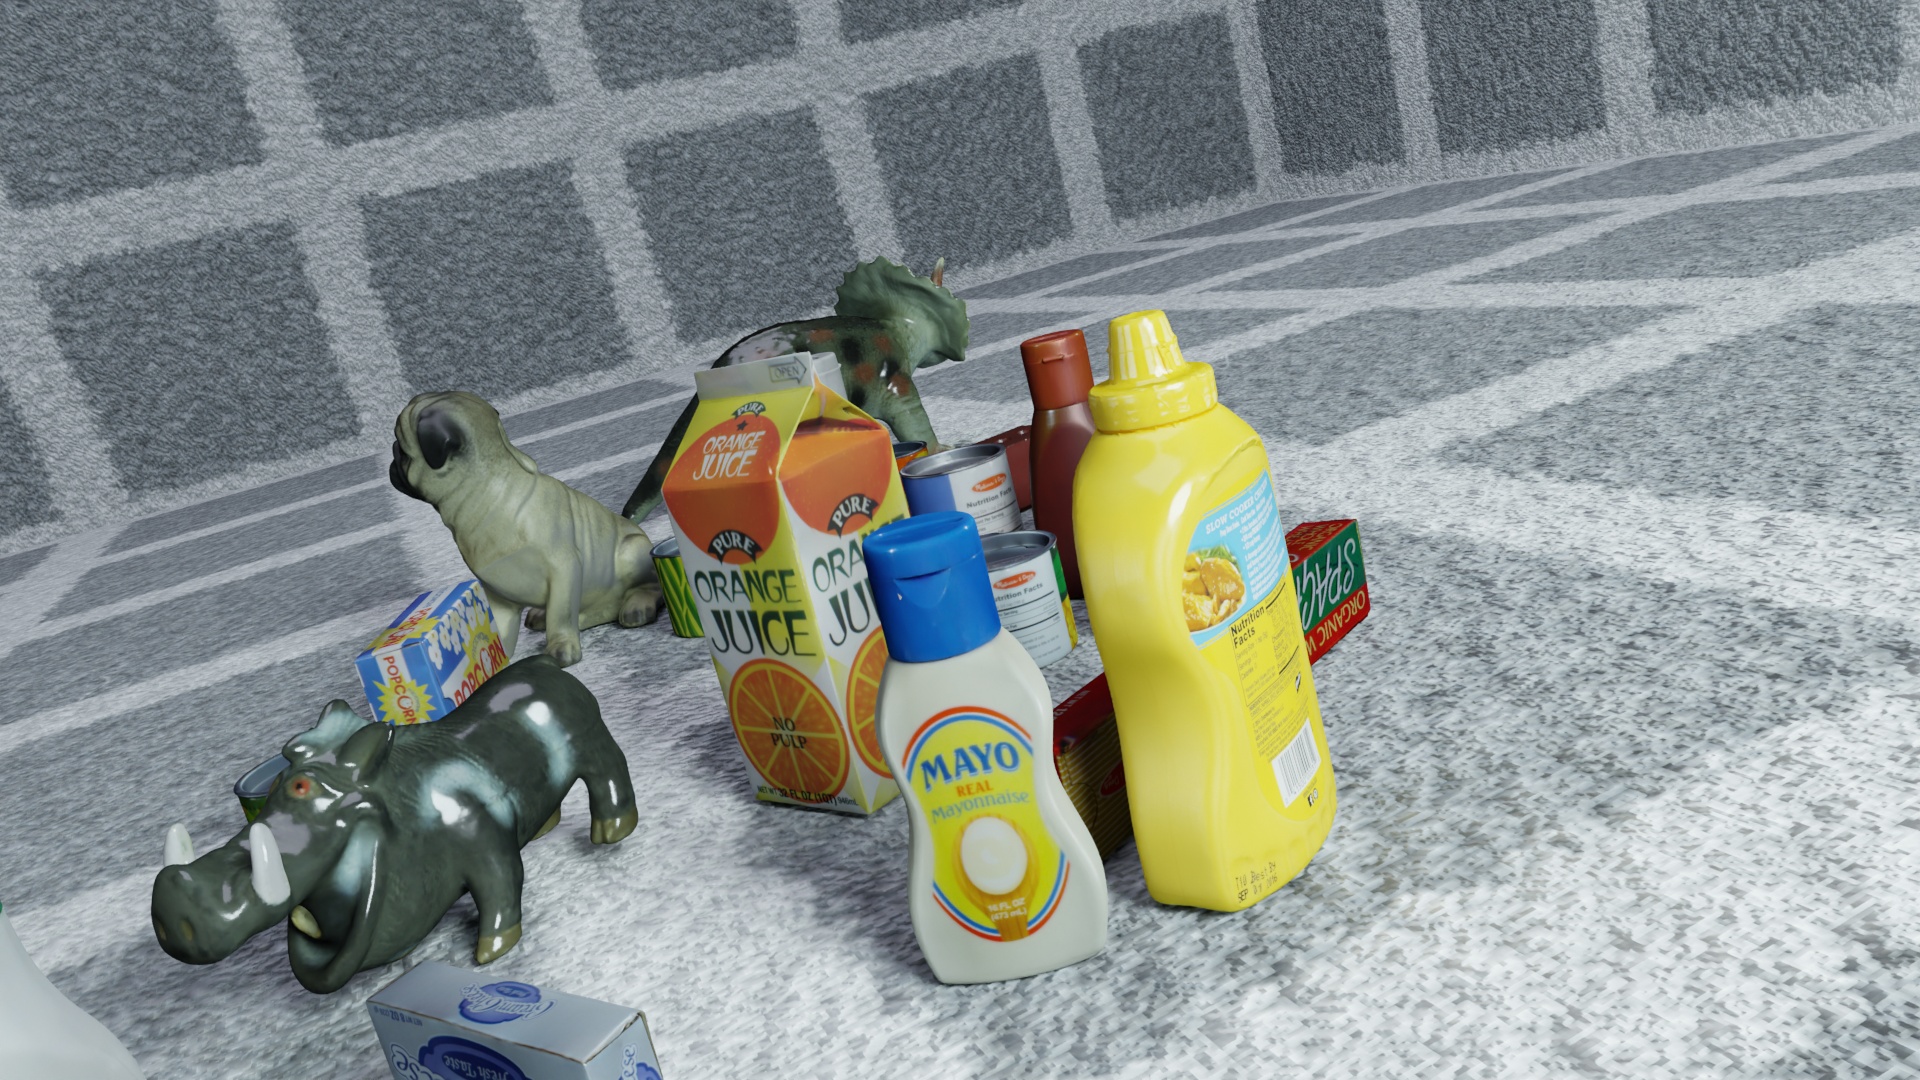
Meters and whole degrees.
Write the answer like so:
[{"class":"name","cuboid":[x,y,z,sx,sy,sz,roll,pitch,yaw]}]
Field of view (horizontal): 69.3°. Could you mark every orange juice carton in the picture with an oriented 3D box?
[{"class":"orange juice carton","cuboid":[-0.066,0.015,0.602,0.071,0.192,0.073,-2,18,39]}]

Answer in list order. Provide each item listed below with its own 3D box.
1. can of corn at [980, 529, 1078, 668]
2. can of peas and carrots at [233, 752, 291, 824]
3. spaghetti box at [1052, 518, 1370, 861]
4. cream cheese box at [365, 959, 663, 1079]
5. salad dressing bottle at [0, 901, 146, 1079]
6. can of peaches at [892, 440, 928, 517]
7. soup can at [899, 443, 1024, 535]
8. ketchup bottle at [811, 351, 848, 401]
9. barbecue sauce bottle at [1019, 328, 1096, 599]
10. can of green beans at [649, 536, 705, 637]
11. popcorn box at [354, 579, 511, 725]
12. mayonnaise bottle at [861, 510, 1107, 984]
[{"class":"can of corn","cuboid":[0.023,0.032,0.725,0.071,0.058,0.071,-13,15,3]},{"class":"can of peas and carrots","cuboid":[-0.297,0.128,0.653,0.071,0.058,0.071,-13,15,3]},{"class":"spaghetti box","cuboid":[0.107,0.054,0.583,0.028,0.050,0.251,-1,19,41]},{"class":"cream cheese box","cuboid":[-0.127,0.157,0.404,0.103,0.053,0.024,-3,18,36]},{"class":"salad dressing bottle","cuboid":[-0.281,0.146,0.400,0.064,0.147,0.044,-25,18,-38]},{"class":"can of peaches","cuboid":[-0.052,-0.038,1.053,0.071,0.058,0.071,-13,15,3]},{"class":"soup can","cuboid":[0.003,-0.011,0.850,0.071,0.083,0.071,-13,14,3]},{"class":"ketchup bottle","cuboid":[-0.086,-0.055,0.967,0.044,0.148,0.065,-19,15,-21]},{"class":"barbecue sauce bottle","cuboid":[0.067,-0.043,0.786,0.065,0.148,0.044,-11,14,10]},{"class":"can of green beans","cuboid":[-0.165,0.026,0.917,0.071,0.057,0.071,-13,15,3]},{"class":"popcorn box","cuboid":[-0.285,0.080,0.770,0.038,0.085,0.127,-14,15,-2]},{"class":"mayonnaise bottle","cuboid":[0.003,0.066,0.440,0.065,0.147,0.041,-13,14,4]}]
